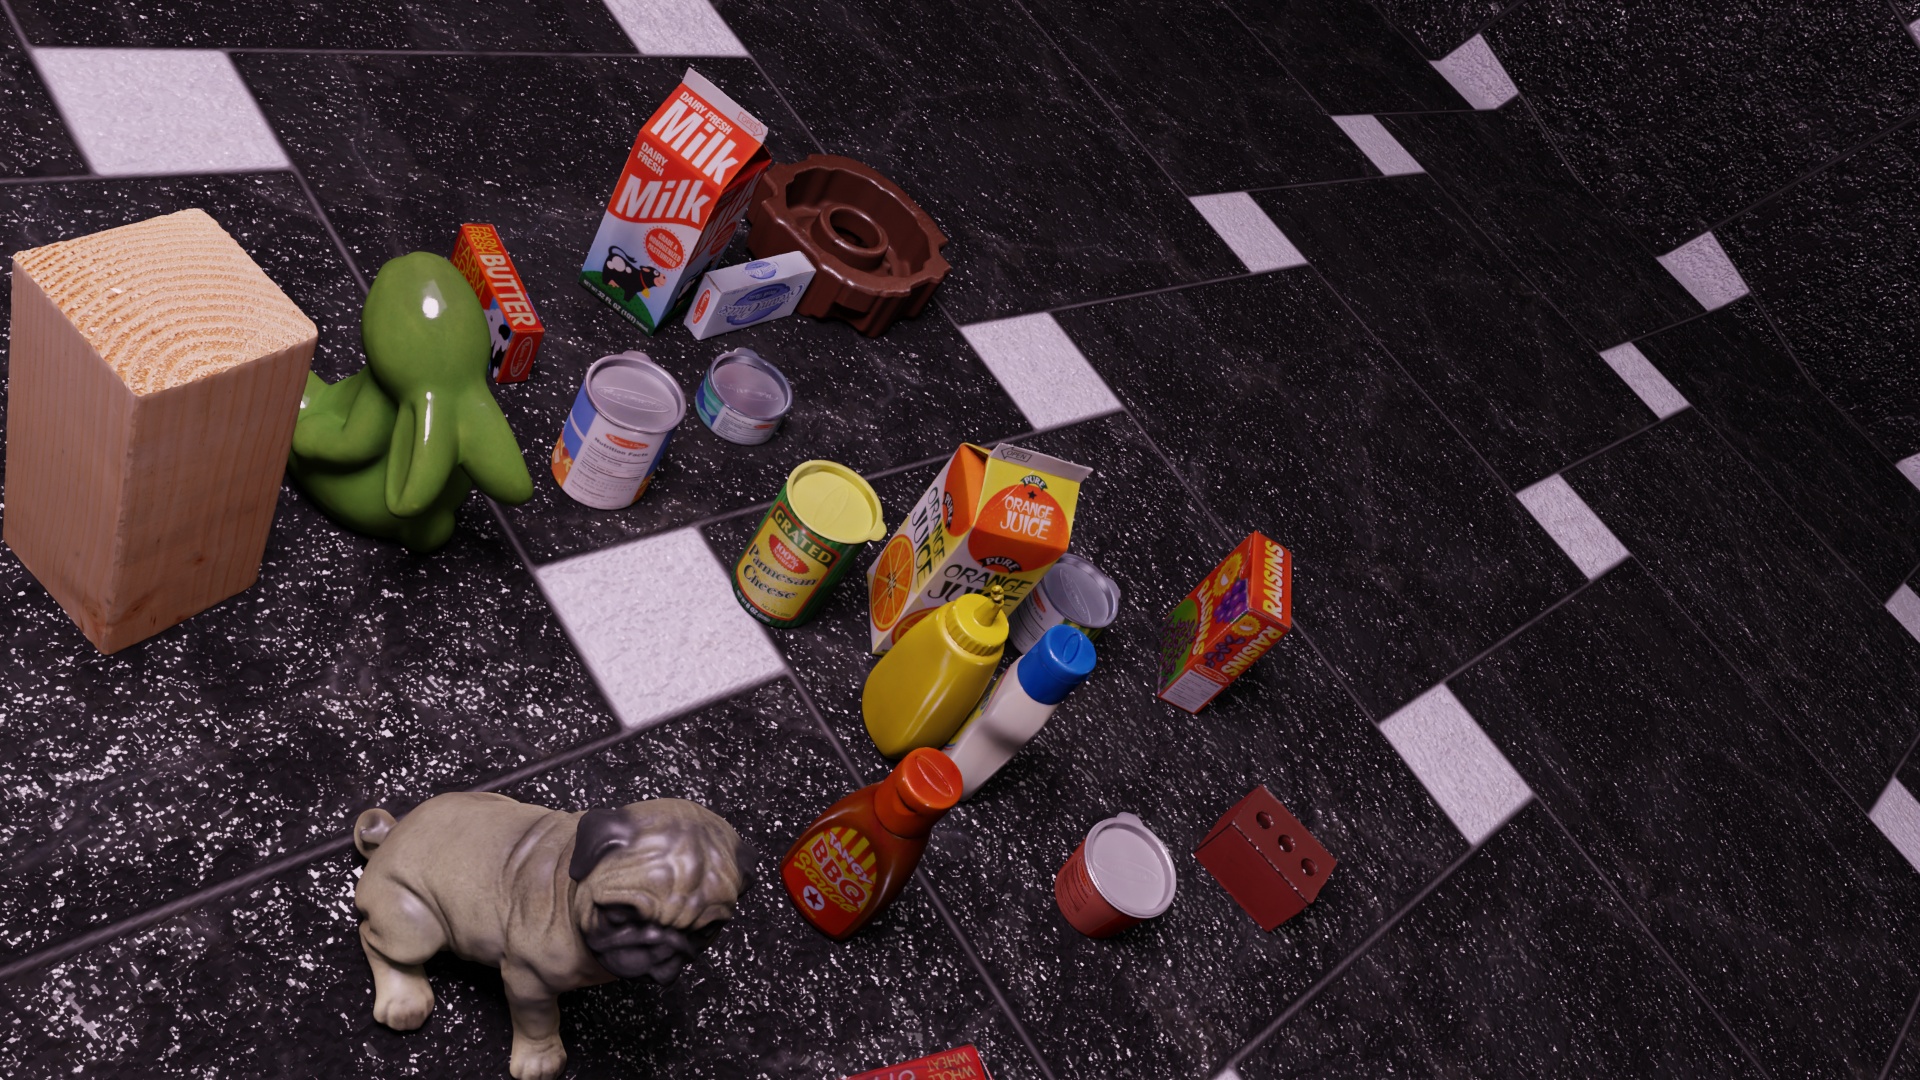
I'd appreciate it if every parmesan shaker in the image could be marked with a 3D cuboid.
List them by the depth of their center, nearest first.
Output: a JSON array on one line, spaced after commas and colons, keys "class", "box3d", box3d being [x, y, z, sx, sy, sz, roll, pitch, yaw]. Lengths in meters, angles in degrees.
[{"class": "parmesan shaker", "box3d": [-0.101, 0.006, 0.916, 0.071, 0.102, 0.072, 19, 45, -20]}]

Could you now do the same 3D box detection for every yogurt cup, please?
[{"class": "yogurt cup", "box3d": [0.097, 0.222, 0.900, 0.072, 0.053, 0.073, 19, 45, -20]}]

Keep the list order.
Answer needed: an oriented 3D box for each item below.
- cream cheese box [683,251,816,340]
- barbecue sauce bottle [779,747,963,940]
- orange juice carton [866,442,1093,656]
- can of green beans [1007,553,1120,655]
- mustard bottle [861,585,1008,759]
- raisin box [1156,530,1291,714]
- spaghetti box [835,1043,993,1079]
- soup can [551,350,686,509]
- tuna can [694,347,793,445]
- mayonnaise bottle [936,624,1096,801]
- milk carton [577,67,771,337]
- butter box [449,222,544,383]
[{"class": "cream cheese box", "box3d": [-0.165, -0.192, 1.087, 0.024, 0.053, 0.104, 50, 43, 13]}, {"class": "barbecue sauce bottle", "box3d": [-0.048, 0.167, 0.776, 0.065, 0.147, 0.044, 48, 42, 11]}, {"class": "orange juice carton", "box3d": [0.010, 0.003, 0.930, 0.072, 0.191, 0.073, 14, 47, -25]}, {"class": "can of green beans", "box3d": [0.074, 0.053, 1.032, 0.071, 0.057, 0.071, 19, 45, -20]}, {"class": "mustard bottle", "box3d": [-0.009, 0.078, 0.874, 0.049, 0.159, 0.065, -2, 55, -37]}, {"class": "raisin box", "box3d": [0.201, 0.063, 1.062, 0.040, 0.122, 0.086, 28, 42, -11]}, {"class": "spaghetti box", "box3d": [-0.097, 0.299, 0.697, 0.251, 0.050, 0.029, 0, 54, -35]}, {"class": "soup can", "box3d": [-0.225, -0.072, 0.914, 0.071, 0.083, 0.072, 19, 45, -20]}, {"class": "tuna can", "box3d": [-0.161, -0.107, 1.028, 0.071, 0.032, 0.071, 19, 45, -20]}, {"class": "mayonnaise bottle", "box3d": [0.033, 0.108, 0.886, 0.041, 0.147, 0.065, 35, 41, -4]}, {"class": "milk carton", "box3d": [-0.202, -0.246, 1.005, 0.072, 0.189, 0.074, 38, 41, -1]}, {"class": "butter box", "box3d": [-0.320, -0.163, 0.952, 0.024, 0.053, 0.104, -10, 60, -41]}]
